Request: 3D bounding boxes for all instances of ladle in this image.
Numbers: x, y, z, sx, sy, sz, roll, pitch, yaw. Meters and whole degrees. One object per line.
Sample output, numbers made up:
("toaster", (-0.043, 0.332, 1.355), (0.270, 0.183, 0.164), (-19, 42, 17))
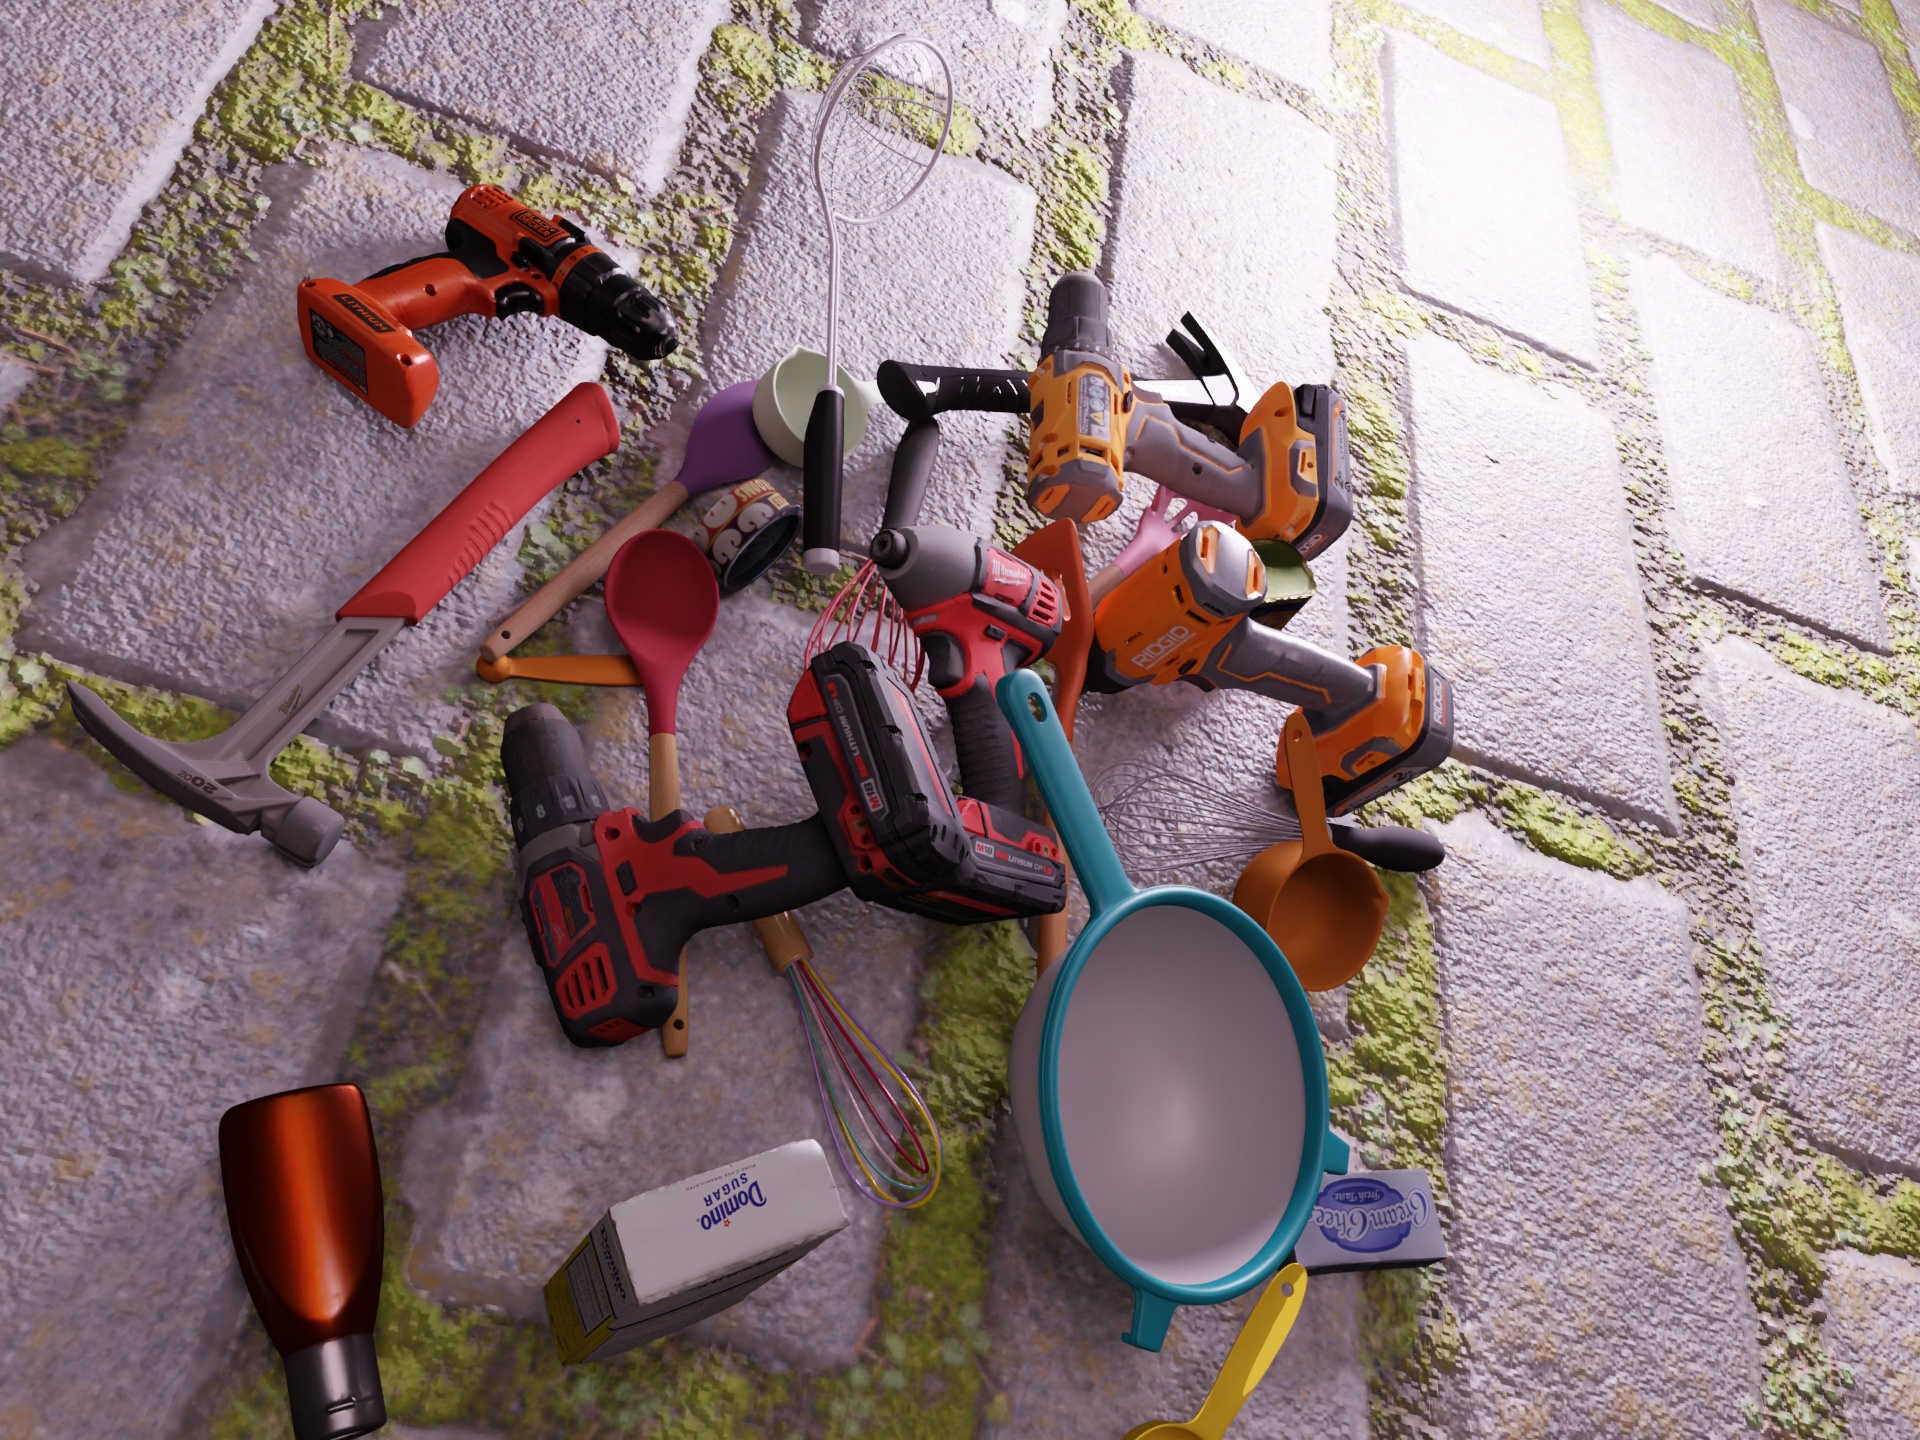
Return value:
("ladle", (-0.164, 0.033, 0.891), (0.069, 0.031, 0.316), (5, 61, -23))

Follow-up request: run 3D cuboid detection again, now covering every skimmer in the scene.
("skimmer", (-0.056, -0.270, 1.033), (0.090, 0.127, 0.363), (-4, 72, 18))

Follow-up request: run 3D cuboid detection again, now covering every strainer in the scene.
("strainer", (0.071, 0.140, 0.849), (0.211, 0.095, 0.340), (-25, 92, -41))

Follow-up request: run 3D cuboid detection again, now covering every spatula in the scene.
("spatula", (-0.192, -0.132, 0.990), (0.060, 0.018, 0.316), (41, 49, -4))
("spatula", (0.052, 0.034, 0.962), (0.041, 0.081, 0.323), (18, 63, -29))

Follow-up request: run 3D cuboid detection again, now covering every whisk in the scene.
("whisk", (0.199, 0.070, 1.019), (0.284, 0.070, 0.070), (8, 56, -25))
("whisk", (-0.046, -0.102, 1.017), (0.073, 0.073, 0.296), (20, 48, -11))
("whisk", (-0.075, 0.147, 0.854), (0.051, 0.047, 0.245), (-18, 65, -31))

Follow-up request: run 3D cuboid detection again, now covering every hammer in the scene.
("hammer", (-0.314, -0.086, 0.899), (0.149, 0.036, 0.359), (33, 52, -2))
("hammer", (0.087, -0.242, 1.160), (0.334, 0.035, 0.146), (-5, 62, -34))

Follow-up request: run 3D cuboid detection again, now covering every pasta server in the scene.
("pasta server", (0.095, -0.091, 1.085), (0.060, 0.040, 0.316), (50, 54, -1))

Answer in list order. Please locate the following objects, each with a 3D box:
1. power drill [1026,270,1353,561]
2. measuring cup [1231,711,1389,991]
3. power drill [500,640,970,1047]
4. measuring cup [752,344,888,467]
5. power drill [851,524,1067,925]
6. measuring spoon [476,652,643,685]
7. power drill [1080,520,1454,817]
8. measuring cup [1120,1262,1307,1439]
("power drill", (0.153, -0.211, 1.104), (0.226, 0.084, 0.185), (10, 65, -18))
("measuring cup", (0.202, 0.076, 0.967), (0.095, 0.052, 0.173), (-15, 102, -23))
("power drill", (-0.129, 0.042, 0.817), (0.226, 0.080, 0.188), (-26, 68, 8))
("measuring cup", (-0.074, -0.216, 1.091), (0.167, 0.038, 0.083), (-23, 89, -46))
("power drill", (-0.001, -0.003, 0.904), (0.143, 0.078, 0.220), (24, 61, -48))
("measuring spoon", (-0.220, -0.032, 0.921), (0.117, 0.011, 0.021), (1, 59, -24))
("power drill", (0.184, -0.024, 1.024), (0.226, 0.164, 0.084), (28, 51, -21))
("measuring cup", (0.129, 0.342, 0.806), (0.062, 0.029, 0.156), (41, 66, -1))
